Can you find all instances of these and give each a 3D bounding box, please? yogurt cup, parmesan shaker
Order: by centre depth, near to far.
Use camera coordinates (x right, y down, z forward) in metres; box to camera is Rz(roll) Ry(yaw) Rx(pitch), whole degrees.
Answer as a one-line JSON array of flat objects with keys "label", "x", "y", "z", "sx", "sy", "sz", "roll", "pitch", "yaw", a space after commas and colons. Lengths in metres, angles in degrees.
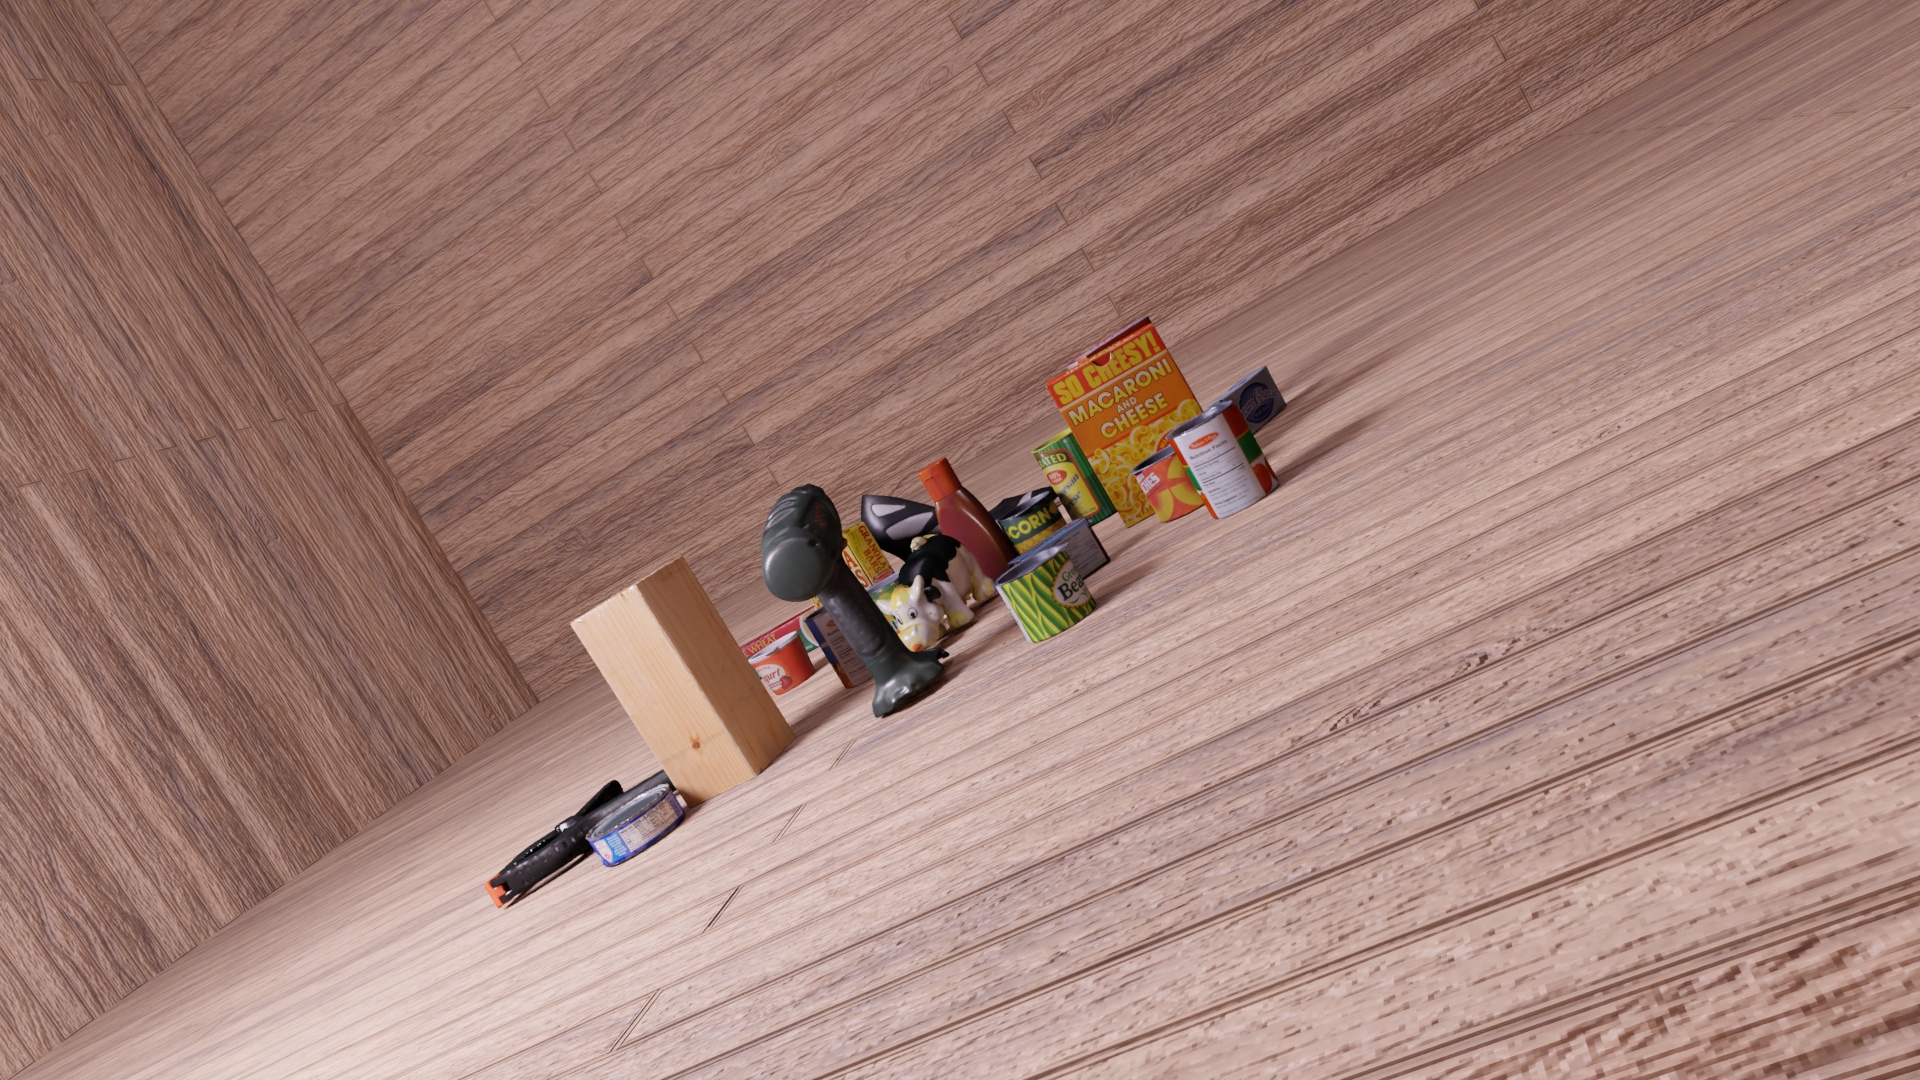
[{"label": "parmesan shaker", "x": 0.135, "y": -0.071, "z": 1.544, "sx": 0.071, "sy": 0.103, "sz": 0.071, "roll": -30, "pitch": 6, "yaw": 4}, {"label": "yogurt cup", "x": -0.209, "y": 0.147, "z": 1.645, "sx": 0.072, "sy": 0.054, "sz": 0.072, "roll": -30, "pitch": 6, "yaw": 4}]

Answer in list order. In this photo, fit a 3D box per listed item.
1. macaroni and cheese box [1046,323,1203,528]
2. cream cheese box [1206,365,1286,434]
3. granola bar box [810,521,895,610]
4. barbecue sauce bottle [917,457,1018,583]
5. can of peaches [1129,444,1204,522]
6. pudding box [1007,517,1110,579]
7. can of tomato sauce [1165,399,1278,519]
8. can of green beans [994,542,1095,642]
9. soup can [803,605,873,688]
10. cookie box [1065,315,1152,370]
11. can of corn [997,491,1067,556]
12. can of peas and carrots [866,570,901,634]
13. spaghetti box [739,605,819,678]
[{"label": "macaroni and cheese box", "x": 0.180, "y": -0.115, "z": 1.391, "sx": 0.123, "sy": 0.166, "sz": 0.040, "roll": -30, "pitch": 6, "yaw": 9}, {"label": "cream cheese box", "x": 0.317, "y": -0.149, "z": 1.530, "sx": 0.104, "sy": 0.053, "sz": 0.024, "roll": -36, "pitch": 8, "yaw": -40}, {"label": "granola bar box", "x": -0.141, "y": 0.053, "z": 1.742, "sx": 0.039, "sy": 0.124, "sz": 0.165, "roll": -35, "pitch": 7, "yaw": -33}, {"label": "barbecue sauce bottle", "x": 0.005, "y": -0.019, "z": 1.524, "sx": 0.064, "sy": 0.148, "sz": 0.044, "roll": -27, "pitch": 7, "yaw": 35}, {"label": "can of peaches", "x": 0.203, "y": -0.056, "z": 1.315, "sx": 0.071, "sy": 0.058, "sz": 0.071, "roll": -30, "pitch": 6, "yaw": 4}, {"label": "pudding box", "x": 0.091, "y": 0.020, "z": 1.279, "sx": 0.084, "sy": 0.049, "sz": 0.030, "roll": -33, "pitch": 7, "yaw": -24}, {"label": "can of tomato sauce", "x": 0.228, "y": -0.070, "z": 1.201, "sx": 0.071, "sy": 0.083, "sz": 0.071, "roll": -30, "pitch": 6, "yaw": 4}, {"label": "can of green beans", "x": 0.070, "y": 0.044, "z": 1.148, "sx": 0.071, "sy": 0.057, "sz": 0.071, "roll": -30, "pitch": 6, "yaw": 4}, {"label": "soup can", "x": -0.112, "y": 0.100, "z": 1.432, "sx": 0.071, "sy": 0.083, "sz": 0.071, "roll": -30, "pitch": 6, "yaw": 4}, {"label": "cookie box", "x": 0.207, "y": -0.157, "z": 1.587, "sx": 0.123, "sy": 0.167, "sz": 0.040, "roll": -35, "pitch": 7, "yaw": -38}, {"label": "can of corn", "x": 0.083, "y": -0.012, "z": 1.524, "sx": 0.071, "sy": 0.058, "sz": 0.071, "roll": -30, "pitch": 6, "yaw": 4}, {"label": "can of peas and carrots", "x": -0.075, "y": 0.074, "z": 1.576, "sx": 0.071, "sy": 0.058, "sz": 0.071, "roll": -30, "pitch": 6, "yaw": 4}, {"label": "spaghetti box", "x": -0.264, "y": 0.154, "z": 1.858, "sx": 0.250, "sy": 0.050, "sz": 0.029, "roll": -29, "pitch": 6, "yaw": 11}]
